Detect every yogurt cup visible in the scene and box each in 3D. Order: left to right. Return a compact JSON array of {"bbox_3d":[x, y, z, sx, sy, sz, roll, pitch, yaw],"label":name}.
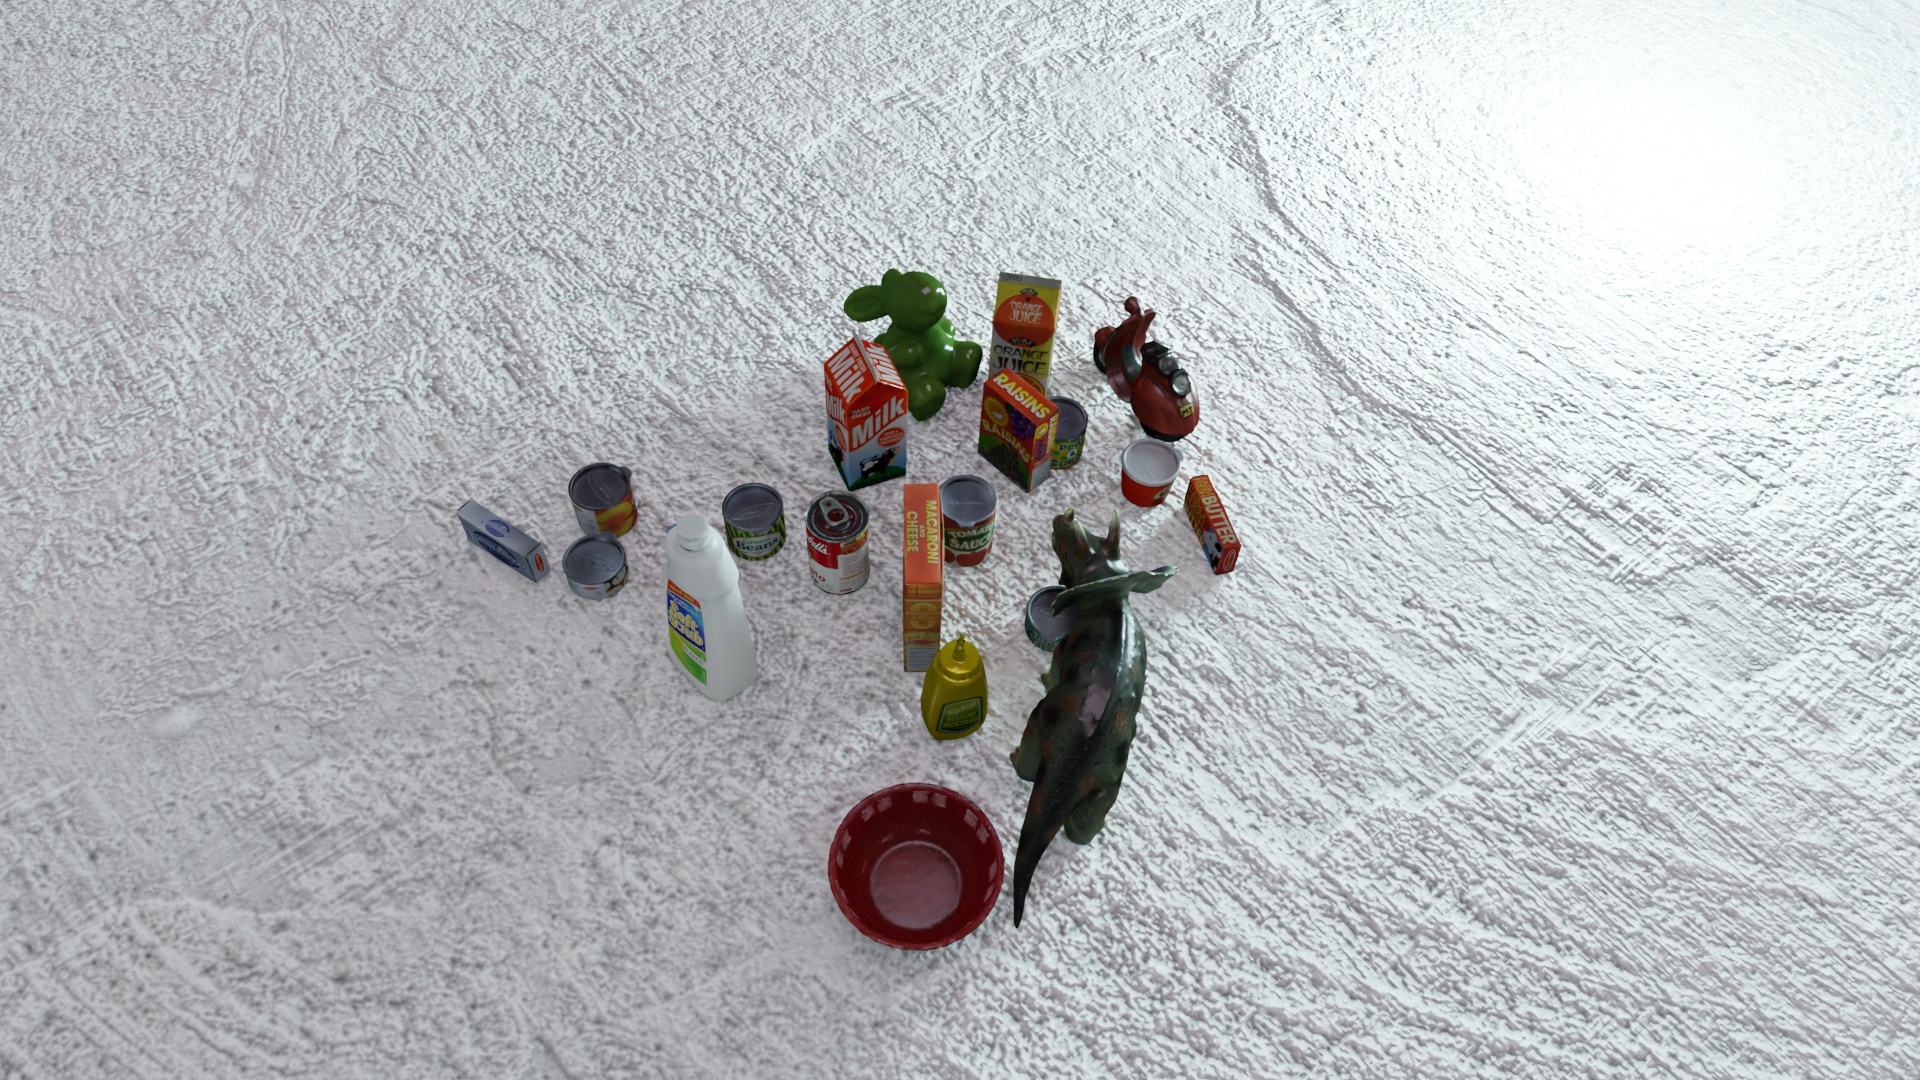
[{"bbox_3d":[0.213,-0.074,1.580,0.072,0.053,0.073,1,54,-2],"label":"yogurt cup"}]

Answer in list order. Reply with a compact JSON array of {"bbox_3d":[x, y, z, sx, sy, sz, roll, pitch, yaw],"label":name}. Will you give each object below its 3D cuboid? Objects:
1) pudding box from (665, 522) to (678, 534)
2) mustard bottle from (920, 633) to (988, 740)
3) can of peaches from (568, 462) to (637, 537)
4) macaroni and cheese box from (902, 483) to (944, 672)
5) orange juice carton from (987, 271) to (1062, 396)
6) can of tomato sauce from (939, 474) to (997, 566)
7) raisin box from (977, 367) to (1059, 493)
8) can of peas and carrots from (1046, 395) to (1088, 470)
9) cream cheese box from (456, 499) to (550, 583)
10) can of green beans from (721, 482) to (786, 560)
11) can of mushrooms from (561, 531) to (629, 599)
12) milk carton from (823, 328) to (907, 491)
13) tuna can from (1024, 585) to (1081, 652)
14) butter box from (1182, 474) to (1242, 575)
[{"bbox_3d":[-0.284,0.024,1.484,0.030,0.049,0.084,-23,58,-18],"label":"pudding box"},{"bbox_3d":[-0.005,0.138,1.347,0.065,0.159,0.049,-12,56,-11],"label":"mustard bottle"},{"bbox_3d":[-0.389,-0.043,1.522,0.071,0.057,0.071,1,54,-2],"label":"can of peaches"},{"bbox_3d":[-0.039,0.039,1.414,0.040,0.165,0.124,0,54,-3],"label":"macaroni and cheese box"},{"bbox_3d":[0.074,-0.236,1.605,0.072,0.191,0.073,9,54,3],"label":"orange juice carton"},{"bbox_3d":[0.005,-0.019,1.510,0.071,0.082,0.071,1,54,-2],"label":"can of tomato sauce"},{"bbox_3d":[0.065,-0.124,1.565,0.040,0.122,0.086,-36,63,-25],"label":"raisin box"},{"bbox_3d":[0.113,-0.122,1.606,0.071,0.058,0.071,1,54,-2],"label":"can of peas and carrots"},{"bbox_3d":[-0.489,0.001,1.487,0.104,0.053,0.024,29,58,17],"label":"cream cheese box"},{"bbox_3d":[-0.224,-0.020,1.514,0.071,0.057,0.071,1,54,-2],"label":"can of green beans"},{"bbox_3d":[-0.388,0.027,1.486,0.071,0.033,0.071,2,54,-2],"label":"can of mushrooms"},{"bbox_3d":[-0.104,-0.144,1.530,0.073,0.189,0.072,-18,57,-15],"label":"milk carton"},{"bbox_3d":[0.100,0.086,1.470,0.071,0.032,0.071,2,54,-2],"label":"tuna can"},{"bbox_3d":[0.279,-0.018,1.543,0.024,0.052,0.104,-11,55,-11],"label":"butter box"}]
